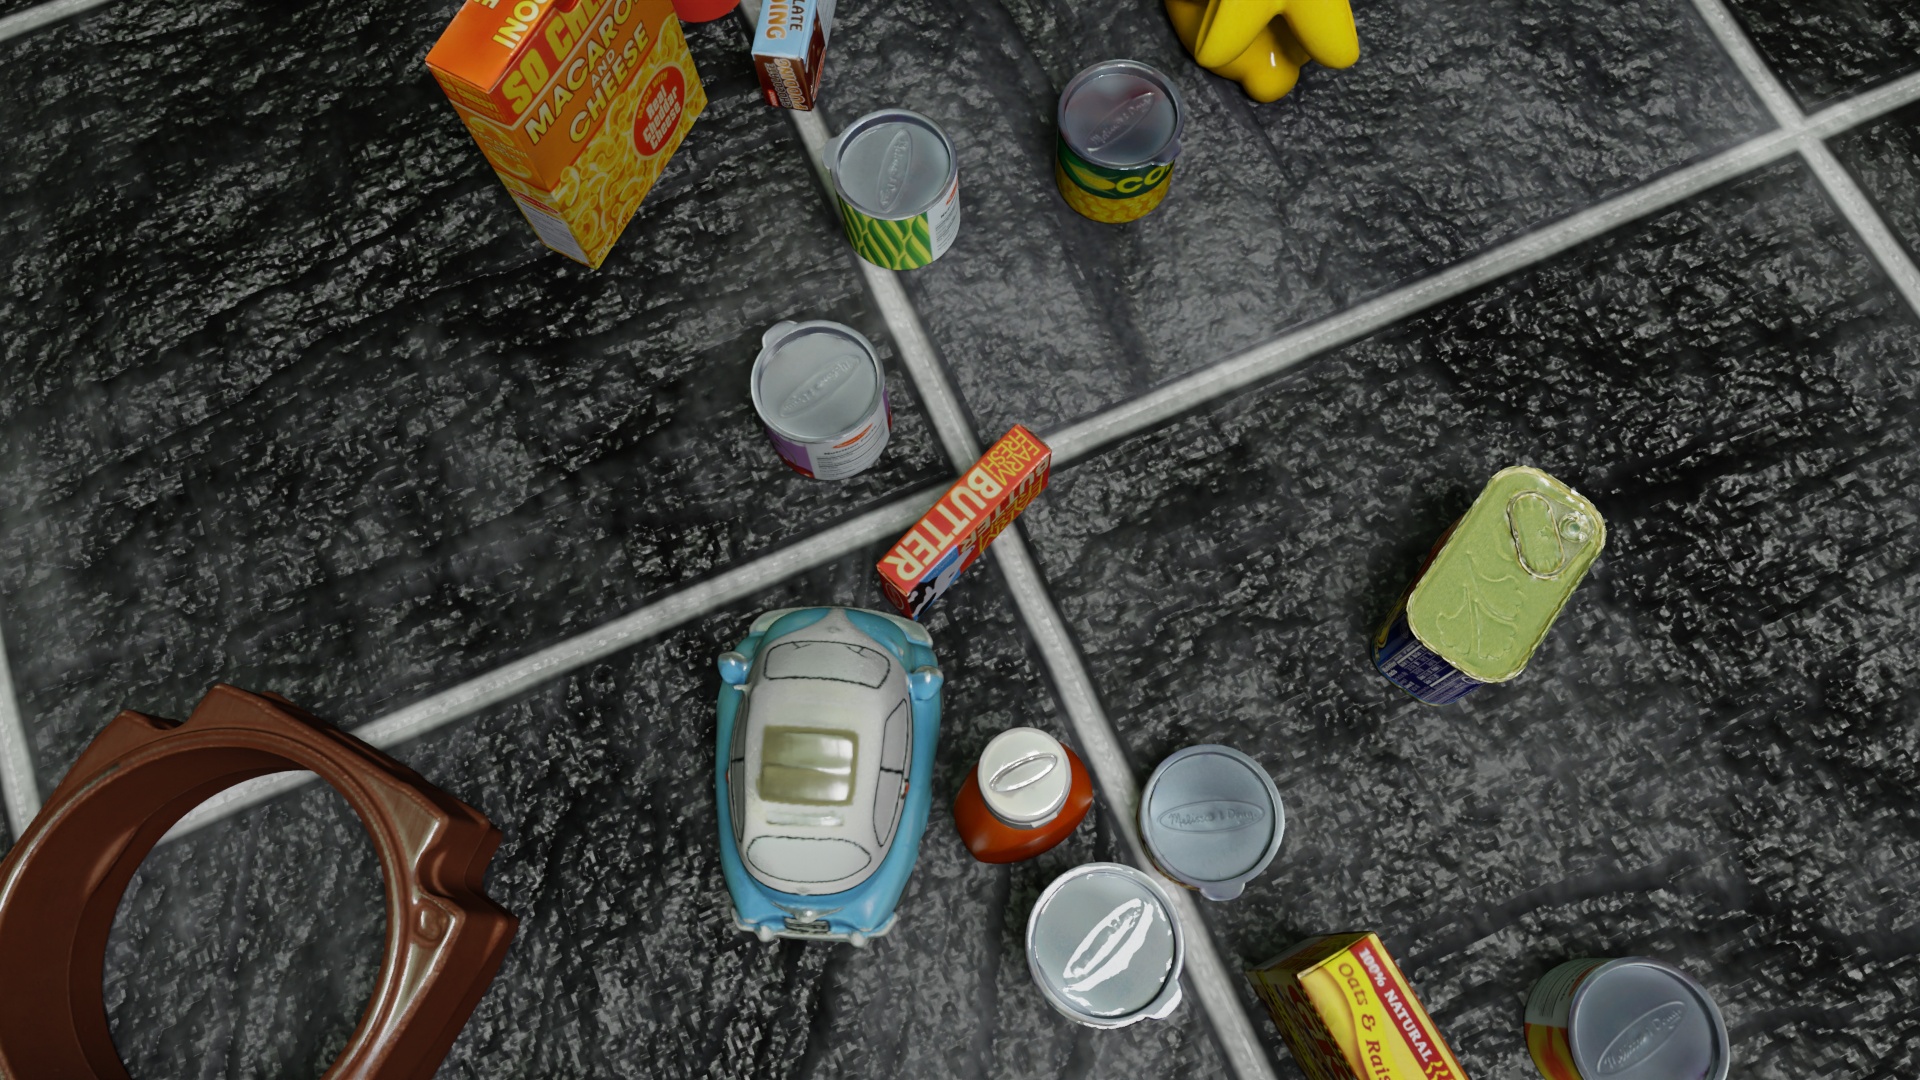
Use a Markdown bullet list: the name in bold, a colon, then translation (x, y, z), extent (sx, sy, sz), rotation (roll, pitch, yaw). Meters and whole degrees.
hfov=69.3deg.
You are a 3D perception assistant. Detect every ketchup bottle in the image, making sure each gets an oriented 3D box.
- **ketchup bottle**: translation (0.028, 0.111, 0.603), extent (0.065, 0.148, 0.043), rotation (-24, 74, -5)

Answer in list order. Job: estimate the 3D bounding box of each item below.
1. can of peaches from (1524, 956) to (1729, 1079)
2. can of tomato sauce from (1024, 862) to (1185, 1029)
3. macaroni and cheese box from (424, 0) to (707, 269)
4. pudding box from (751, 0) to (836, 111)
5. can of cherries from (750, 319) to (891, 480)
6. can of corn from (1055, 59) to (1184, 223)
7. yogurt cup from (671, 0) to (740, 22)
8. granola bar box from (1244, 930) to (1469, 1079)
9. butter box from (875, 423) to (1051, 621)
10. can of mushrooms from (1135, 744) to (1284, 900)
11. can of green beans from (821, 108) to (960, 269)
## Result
- **can of peaches**: translation (0.291, 0.219, 0.608), extent (0.071, 0.058, 0.071), rotation (0, 73, 2)
- **can of tomato sauce**: translation (0.063, 0.180, 0.614), extent (0.071, 0.083, 0.071), rotation (-1, 73, 2)
- **macaroni and cheese box**: translation (-0.191, -0.233, 0.707), extent (0.040, 0.166, 0.124), rotation (26, 76, 9)
- **pudding box**: translation (-0.092, -0.293, 0.784), extent (0.030, 0.049, 0.084), rotation (7, 73, 4)
- **can of cherries**: translation (-0.071, -0.073, 0.710), extent (0.071, 0.058, 0.071), rotation (0, 73, 2)
- **can of corn**: translation (0.086, -0.212, 0.749), extent (0.071, 0.058, 0.071), rotation (0, 73, 2)
- **yogurt cup**: translation (-0.154, -0.337, 0.797), extent (0.072, 0.053, 0.072), rotation (0, 73, 2)
- **granola bar box**: translation (0.186, 0.243, 0.569), extent (0.039, 0.124, 0.166), rotation (-28, 74, -6)
- **butter box**: translation (0.002, -0.009, 0.691), extent (0.024, 0.053, 0.104), rotation (42, 78, 13)
- **can of mushrooms**: translation (0.116, 0.133, 0.653), extent (0.071, 0.033, 0.071), rotation (0, 73, 2)
- **can of green beans**: translation (-0.034, -0.187, 0.745), extent (0.071, 0.057, 0.071), rotation (0, 73, 2)
